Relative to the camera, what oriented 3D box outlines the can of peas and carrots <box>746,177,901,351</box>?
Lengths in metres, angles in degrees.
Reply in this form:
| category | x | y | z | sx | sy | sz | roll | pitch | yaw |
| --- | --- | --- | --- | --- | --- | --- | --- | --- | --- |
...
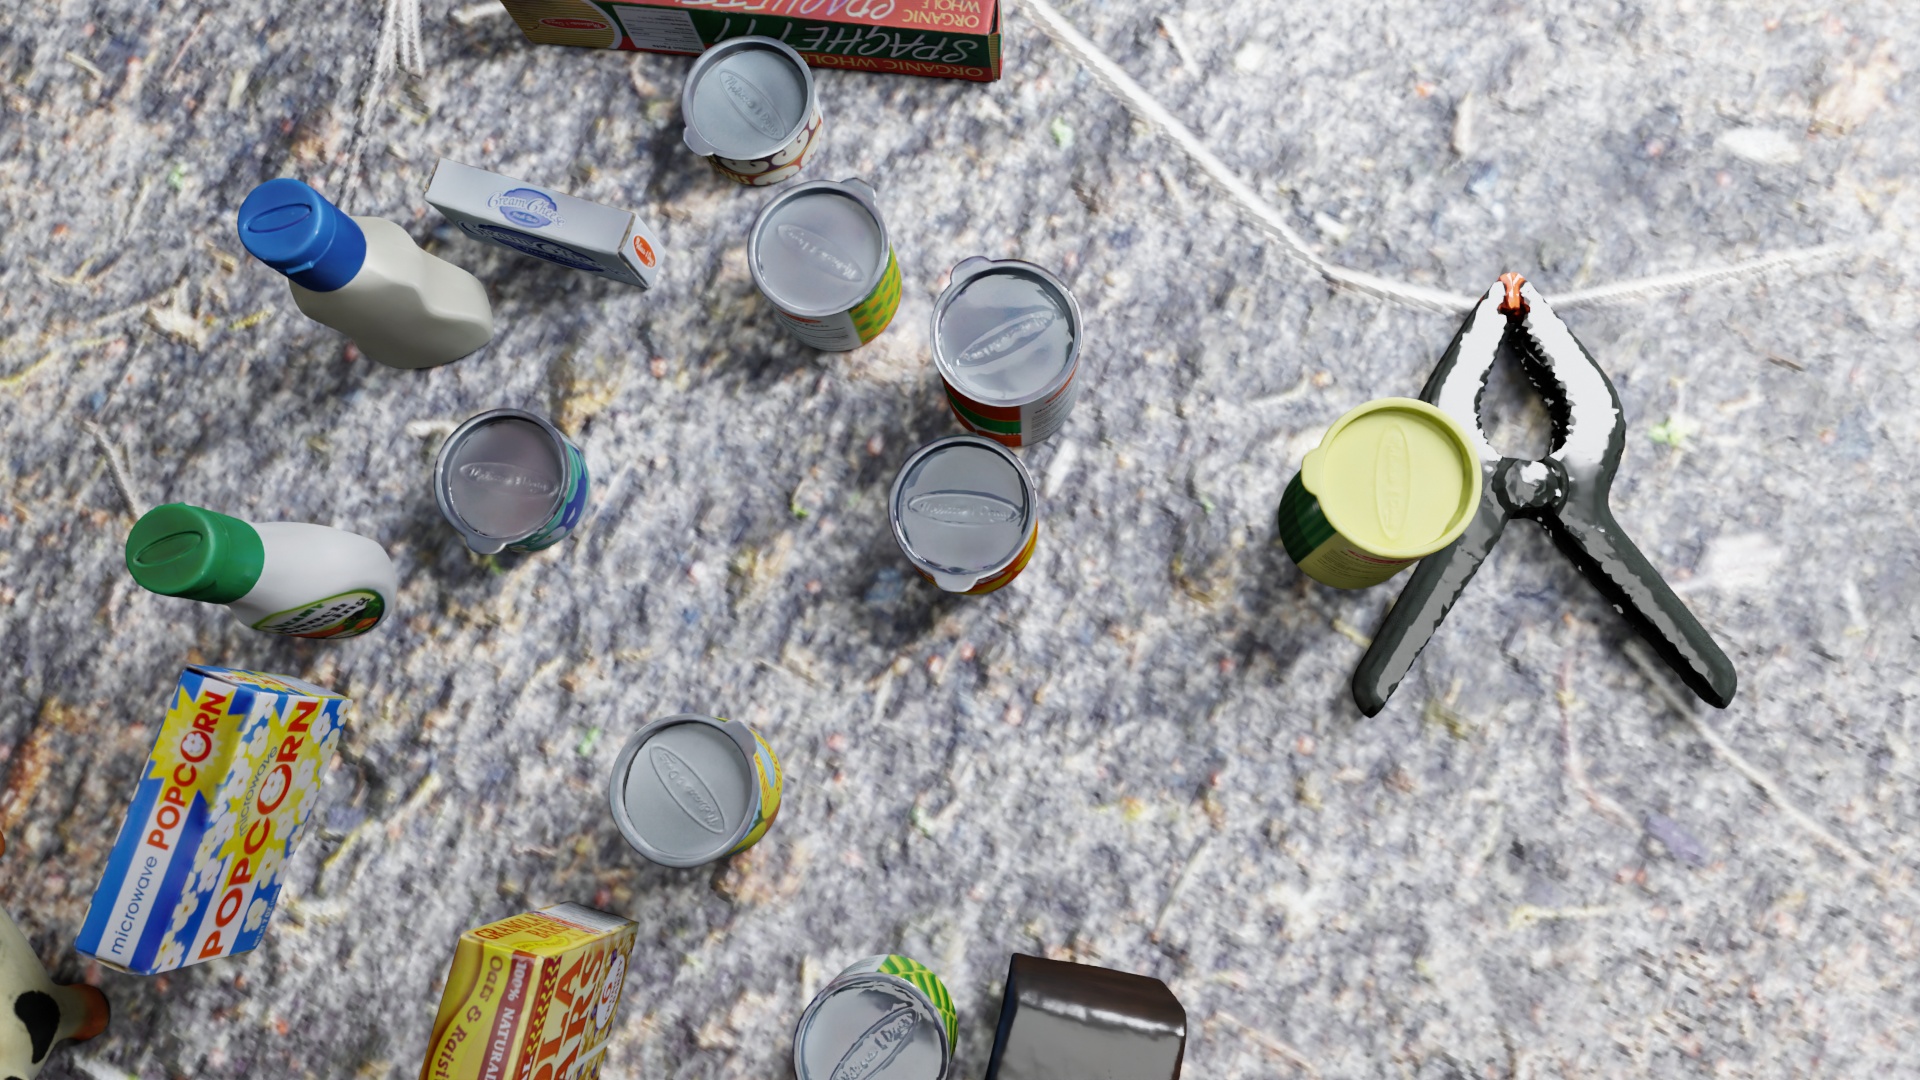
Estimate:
| category | x | y | z | sx | sy | sz | roll | pitch | yaw |
| --- | --- | --- | --- | --- | --- | --- | --- | --- | --- |
| can of peas and carrots | -0.062 | -0.132 | 0.663 | 0.071 | 0.058 | 0.071 | -1 | 81 | 4 |

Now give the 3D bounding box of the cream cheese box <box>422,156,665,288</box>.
| category | x | y | z | sx | sy | sz | roll | pitch | yaw |
| --- | --- | --- | --- | --- | --- | --- | --- | --- | --- |
| cream cheese box | -0.202 | -0.154 | 0.679 | 0.104 | 0.053 | 0.024 | 17 | 82 | 6 |

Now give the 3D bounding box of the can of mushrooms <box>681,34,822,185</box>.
| category | x | y | z | sx | sy | sz | roll | pitch | yaw |
| --- | --- | --- | --- | --- | --- | --- | --- | --- | --- |
| can of mushrooms | -0.105 | -0.212 | 0.693 | 0.071 | 0.033 | 0.071 | -1 | 80 | 4 |

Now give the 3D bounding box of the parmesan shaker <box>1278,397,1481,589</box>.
| category | x | y | z | sx | sy | sz | roll | pitch | yaw |
| --- | --- | --- | --- | --- | --- | --- | --- | --- | --- |
| parmesan shaker | 0.176 | -0.018 | 0.606 | 0.071 | 0.103 | 0.071 | -1 | 81 | 4 |

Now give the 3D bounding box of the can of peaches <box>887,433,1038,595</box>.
| category | x | y | z | sx | sy | sz | roll | pitch | yaw |
| --- | --- | --- | --- | --- | --- | --- | --- | --- | --- |
| can of peaches | 0.002 | -0.008 | 0.638 | 0.071 | 0.058 | 0.071 | -1 | 81 | 4 |

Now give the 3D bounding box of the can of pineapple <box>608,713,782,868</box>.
| category | x | y | z | sx | sy | sz | roll | pitch | yaw |
| --- | --- | --- | --- | --- | --- | --- | --- | --- | --- |
| can of pineapple | -0.115 | 0.111 | 0.625 | 0.071 | 0.058 | 0.071 | -1 | 81 | 4 |

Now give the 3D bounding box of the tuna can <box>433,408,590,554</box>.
| category | x | y | z | sx | sy | sz | roll | pitch | yaw |
| --- | --- | --- | --- | --- | --- | --- | --- | --- | --- |
| tuna can | -0.215 | -0.026 | 0.668 | 0.071 | 0.033 | 0.071 | -1 | 80 | 4 |

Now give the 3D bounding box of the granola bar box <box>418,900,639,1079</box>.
| category | x | y | z | sx | sy | sz | roll | pitch | yaw |
| --- | --- | --- | --- | --- | --- | --- | --- | --- | --- |
| granola bar box | -0.188 | 0.241 | 0.574 | 0.039 | 0.124 | 0.165 | 13 | 82 | 6 |

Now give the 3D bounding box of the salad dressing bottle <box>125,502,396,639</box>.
| category | x | y | z | sx | sy | sz | roll | pitch | yaw |
| --- | --- | --- | --- | --- | --- | --- | --- | --- | --- |
| salad dressing bottle | -0.302 | 0.014 | 0.608 | 0.064 | 0.147 | 0.044 | -20 | 80 | 0 |

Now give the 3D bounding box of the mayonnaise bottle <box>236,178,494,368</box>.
| category | x | y | z | sx | sy | sz | roll | pitch | yaw |
| --- | --- | --- | --- | --- | --- | --- | --- | --- | --- |
| mayonnaise bottle | -0.268 | -0.118 | 0.629 | 0.065 | 0.148 | 0.041 | -16 | 80 | 1 |

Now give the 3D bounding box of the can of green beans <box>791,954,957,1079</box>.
| category | x | y | z | sx | sy | sz | roll | pitch | yaw |
| --- | --- | --- | --- | --- | --- | --- | --- | --- | --- |
| can of green beans | -0.035 | 0.217 | 0.602 | 0.071 | 0.057 | 0.071 | -1 | 81 | 4 |

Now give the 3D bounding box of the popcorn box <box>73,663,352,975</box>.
| category | x | y | z | sx | sy | sz | roll | pitch | yaw |
| --- | --- | --- | --- | --- | --- | --- | --- | --- | --- |
| popcorn box | -0.331 | 0.123 | 0.623 | 0.038 | 0.085 | 0.127 | 17 | 82 | 6 |

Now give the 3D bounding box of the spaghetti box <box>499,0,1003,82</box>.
| category | x | y | z | sx | sy | sz | roll | pitch | yaw |
| --- | --- | --- | --- | --- | --- | --- | --- | --- | --- |
| spaghetti box | -0.102 | -0.262 | 0.692 | 0.250 | 0.050 | 0.029 | 6 | 81 | 5 |

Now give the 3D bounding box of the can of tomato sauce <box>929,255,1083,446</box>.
| category | x | y | z | sx | sy | sz | roll | pitch | yaw |
| --- | --- | --- | --- | --- | --- | --- | --- | --- | --- |
| can of tomato sauce | 0.021 | -0.085 | 0.637 | 0.071 | 0.083 | 0.071 | -1 | 81 | 4 |
